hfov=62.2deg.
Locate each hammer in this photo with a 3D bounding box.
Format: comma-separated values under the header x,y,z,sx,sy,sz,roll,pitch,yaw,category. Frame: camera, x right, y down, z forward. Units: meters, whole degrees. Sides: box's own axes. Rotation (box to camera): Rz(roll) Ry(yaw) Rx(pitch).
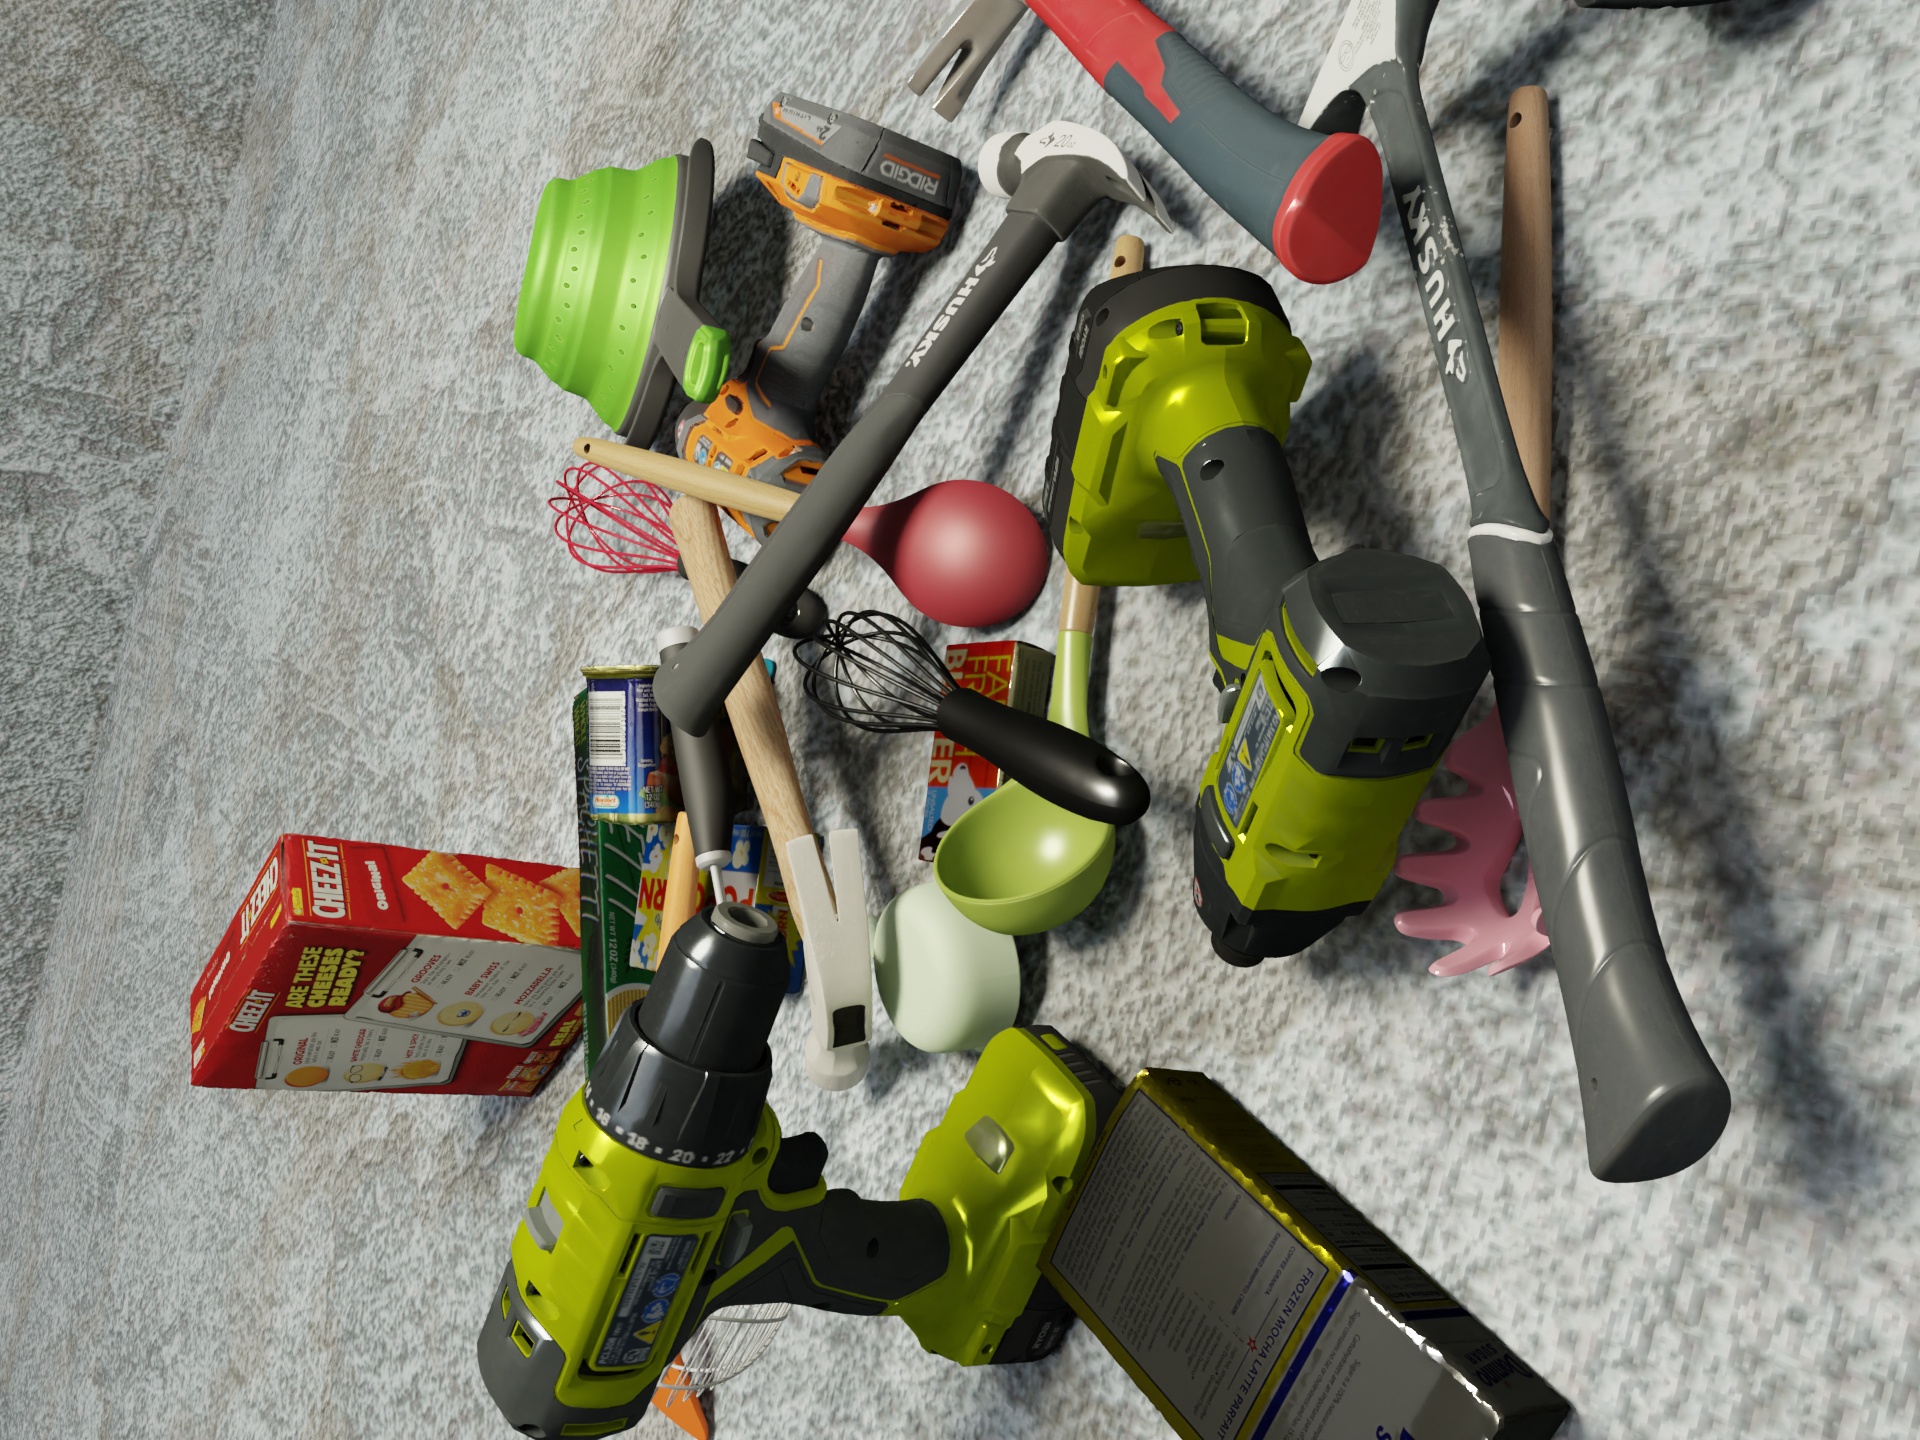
x,y,z,sx,sy,sz,roll,pitch,yaw,category
-0.098,0.008,0.787,0.130,0.031,0.332,99,155,-51,hammer
0.066,-0.258,0.658,0.143,0.038,0.387,-46,35,21,hammer
-0.032,-0.134,0.734,0.335,0.035,0.146,-54,35,-2,hammer
0.160,-0.071,0.487,0.149,0.036,0.409,117,152,-62,hammer

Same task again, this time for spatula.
x,y,z,sx,sy,sz,roll,pitch,yaw,category
-0.151,0.209,0.833,0.081,0.041,0.322,5,89,51,spatula

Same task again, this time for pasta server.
x,y,z,sx,sy,sz,roll,pitch,yaw,category
0.184,-0.072,0.531,0.060,0.040,0.316,-13,68,55,pasta server

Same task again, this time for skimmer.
x,y,z,sx,sy,sz,roll,pitch,yaw,category
-0.138,0.131,0.766,0.127,0.090,0.363,118,142,-72,skimmer

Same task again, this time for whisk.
x,y,z,sx,sy,sz,roll,pitch,yaw,category
-0.002,-0.003,0.645,0.239,0.055,0.055,27,101,54,whisk
-0.173,-0.103,0.970,0.296,0.073,0.073,28,101,45,whisk

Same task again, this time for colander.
x,y,z,sx,sy,sz,roll,pitch,yaw,category
-0.203,-0.244,0.925,0.397,0.094,0.204,-126,50,-63,colander

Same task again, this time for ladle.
x,y,z,sx,sy,sz,roll,pitch,yaw,category
0.047,-0.066,0.686,0.078,0.062,0.320,1,77,35,ladle
-0.092,-0.112,0.812,0.316,0.031,0.069,20,99,34,ladle

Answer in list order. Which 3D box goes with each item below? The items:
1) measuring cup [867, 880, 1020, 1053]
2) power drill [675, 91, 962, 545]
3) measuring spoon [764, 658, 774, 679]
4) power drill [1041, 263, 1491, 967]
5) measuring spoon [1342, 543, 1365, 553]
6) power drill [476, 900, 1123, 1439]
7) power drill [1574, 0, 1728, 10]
x,y,z,sx,sy,sz,roll,pitch,yaw,category
-0.034,0.108,0.736,0.168,0.038,0.083,1,96,56,measuring cup
-0.096,-0.223,0.891,0.164,0.084,0.226,41,115,48,power drill
-0.144,0.011,0.933,0.128,0.021,0.042,-47,63,20,measuring spoon
0.093,-0.038,0.555,0.171,0.080,0.223,101,161,-48,power drill
0.132,-0.006,0.598,0.034,0.018,0.124,19,87,59,measuring spoon
-0.044,0.164,0.586,0.080,0.228,0.190,37,109,49,power drill
0.227,-0.306,0.417,0.226,0.080,0.188,93,165,-58,power drill
